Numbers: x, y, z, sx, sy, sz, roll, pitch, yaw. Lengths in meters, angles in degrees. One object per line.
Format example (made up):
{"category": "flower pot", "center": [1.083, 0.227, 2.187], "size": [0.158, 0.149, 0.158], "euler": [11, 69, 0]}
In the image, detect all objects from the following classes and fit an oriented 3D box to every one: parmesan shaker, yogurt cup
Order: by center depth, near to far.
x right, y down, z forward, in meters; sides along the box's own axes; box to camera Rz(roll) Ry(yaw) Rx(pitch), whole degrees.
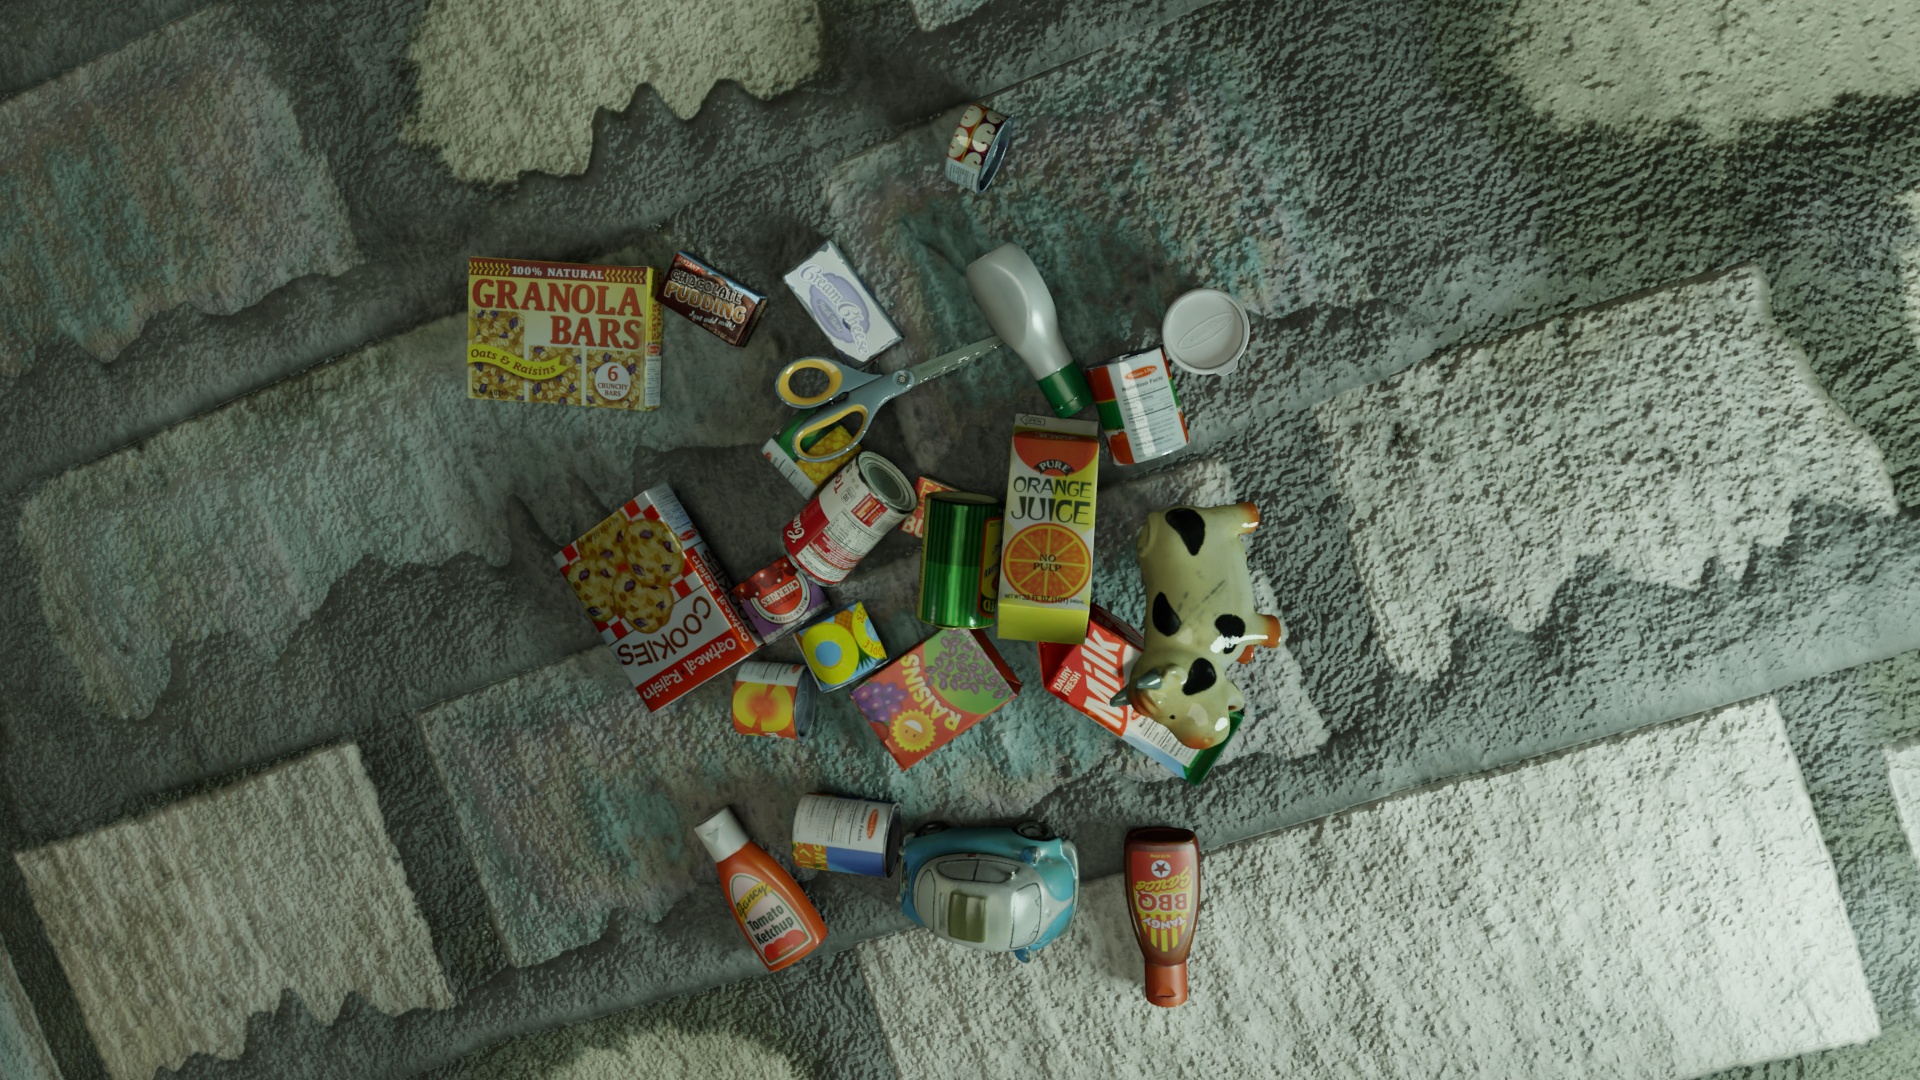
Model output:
{"category": "yogurt cup", "center": [0.197, -0.168, 1.117], "size": [0.072, 0.054, 0.072], "euler": [1, 98, 9]}
{"category": "parmesan shaker", "center": [-0.001, 0.015, 1.139], "size": [0.071, 0.071, 0.103], "euler": [6, 101, 9]}

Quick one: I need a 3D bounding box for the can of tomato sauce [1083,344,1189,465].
{"category": "can of tomato sauce", "center": [0.143, -0.110, 1.127], "size": [0.071, 0.071, 0.083], "euler": [-16, 99, 11]}

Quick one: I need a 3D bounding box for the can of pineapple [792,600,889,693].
{"category": "can of pineapple", "center": [-0.102, 0.090, 1.195], "size": [0.071, 0.071, 0.058], "euler": [-26, 93, 12]}

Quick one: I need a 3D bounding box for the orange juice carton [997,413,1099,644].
{"category": "orange juice carton", "center": [0.072, -0.018, 1.121], "size": [0.072, 0.072, 0.193], "euler": [4, 63, 3]}

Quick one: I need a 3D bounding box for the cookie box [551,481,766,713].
{"category": "cookie box", "center": [-0.263, 0.052, 1.219], "size": [0.122, 0.040, 0.167], "euler": [-31, 92, 24]}

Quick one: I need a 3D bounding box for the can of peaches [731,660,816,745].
{"category": "can of peaches", "center": [-0.162, 0.141, 1.212], "size": [0.058, 0.071, 0.071], "euler": [4, 99, 9]}

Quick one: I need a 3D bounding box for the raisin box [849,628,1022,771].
{"category": "raisin box", "center": [-0.022, 0.130, 1.201], "size": [0.123, 0.040, 0.086], "euler": [-35, 92, 13]}

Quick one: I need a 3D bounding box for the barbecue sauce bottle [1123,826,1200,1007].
{"category": "barbecue sauce bottle", "center": [0.175, 0.323, 1.193], "size": [0.065, 0.044, 0.148], "euler": [-2, 98, 9]}

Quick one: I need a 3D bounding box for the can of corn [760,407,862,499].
{"category": "can of corn", "center": [-0.123, -0.078, 1.177], "size": [0.071, 0.071, 0.058], "euler": [-42, 90, 12]}

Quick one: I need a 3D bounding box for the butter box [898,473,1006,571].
{"category": "butter box", "center": [0.004, -0.015, 1.185], "size": [0.103, 0.024, 0.053], "euler": [22, 100, 6]}

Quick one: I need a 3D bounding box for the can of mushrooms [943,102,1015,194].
{"category": "can of mushrooms", "center": [0.016, -0.318, 1.121], "size": [0.033, 0.071, 0.071], "euler": [25, 101, 6]}

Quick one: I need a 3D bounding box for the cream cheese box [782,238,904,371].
{"category": "cream cheese box", "center": [-0.099, -0.198, 1.177], "size": [0.053, 0.024, 0.104], "euler": [-36, 91, 12]}

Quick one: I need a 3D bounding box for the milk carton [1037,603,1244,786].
{"category": "milk carton", "center": [0.136, 0.115, 1.157], "size": [0.190, 0.072, 0.073], "euler": [32, 101, 3]}

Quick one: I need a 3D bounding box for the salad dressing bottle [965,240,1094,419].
{"category": "salad dressing bottle", "center": [0.060, -0.171, 1.140], "size": [0.044, 0.064, 0.147], "euler": [-36, 100, -32]}

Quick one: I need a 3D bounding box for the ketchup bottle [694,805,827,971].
{"category": "ketchup bottle", "center": [-0.184, 0.310, 1.250], "size": [0.064, 0.043, 0.149], "euler": [-33, 91, 12]}

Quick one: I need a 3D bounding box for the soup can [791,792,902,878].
{"category": "soup can", "center": [-0.099, 0.259, 1.219], "size": [0.084, 0.071, 0.071], "euler": [4, 99, 10]}

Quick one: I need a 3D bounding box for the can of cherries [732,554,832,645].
{"category": "can of cherries", "center": [-0.154, 0.049, 1.195], "size": [0.071, 0.071, 0.058], "euler": [-32, 91, 12]}

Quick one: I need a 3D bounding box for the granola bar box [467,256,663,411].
{"category": "granola bar box", "center": [-0.346, -0.181, 1.212], "size": [0.165, 0.039, 0.124], "euler": [5, 98, 8]}

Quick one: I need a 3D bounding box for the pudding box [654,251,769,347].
{"category": "pudding box", "center": [-0.213, -0.207, 1.191], "size": [0.084, 0.030, 0.049], "euler": [31, 101, 4]}
